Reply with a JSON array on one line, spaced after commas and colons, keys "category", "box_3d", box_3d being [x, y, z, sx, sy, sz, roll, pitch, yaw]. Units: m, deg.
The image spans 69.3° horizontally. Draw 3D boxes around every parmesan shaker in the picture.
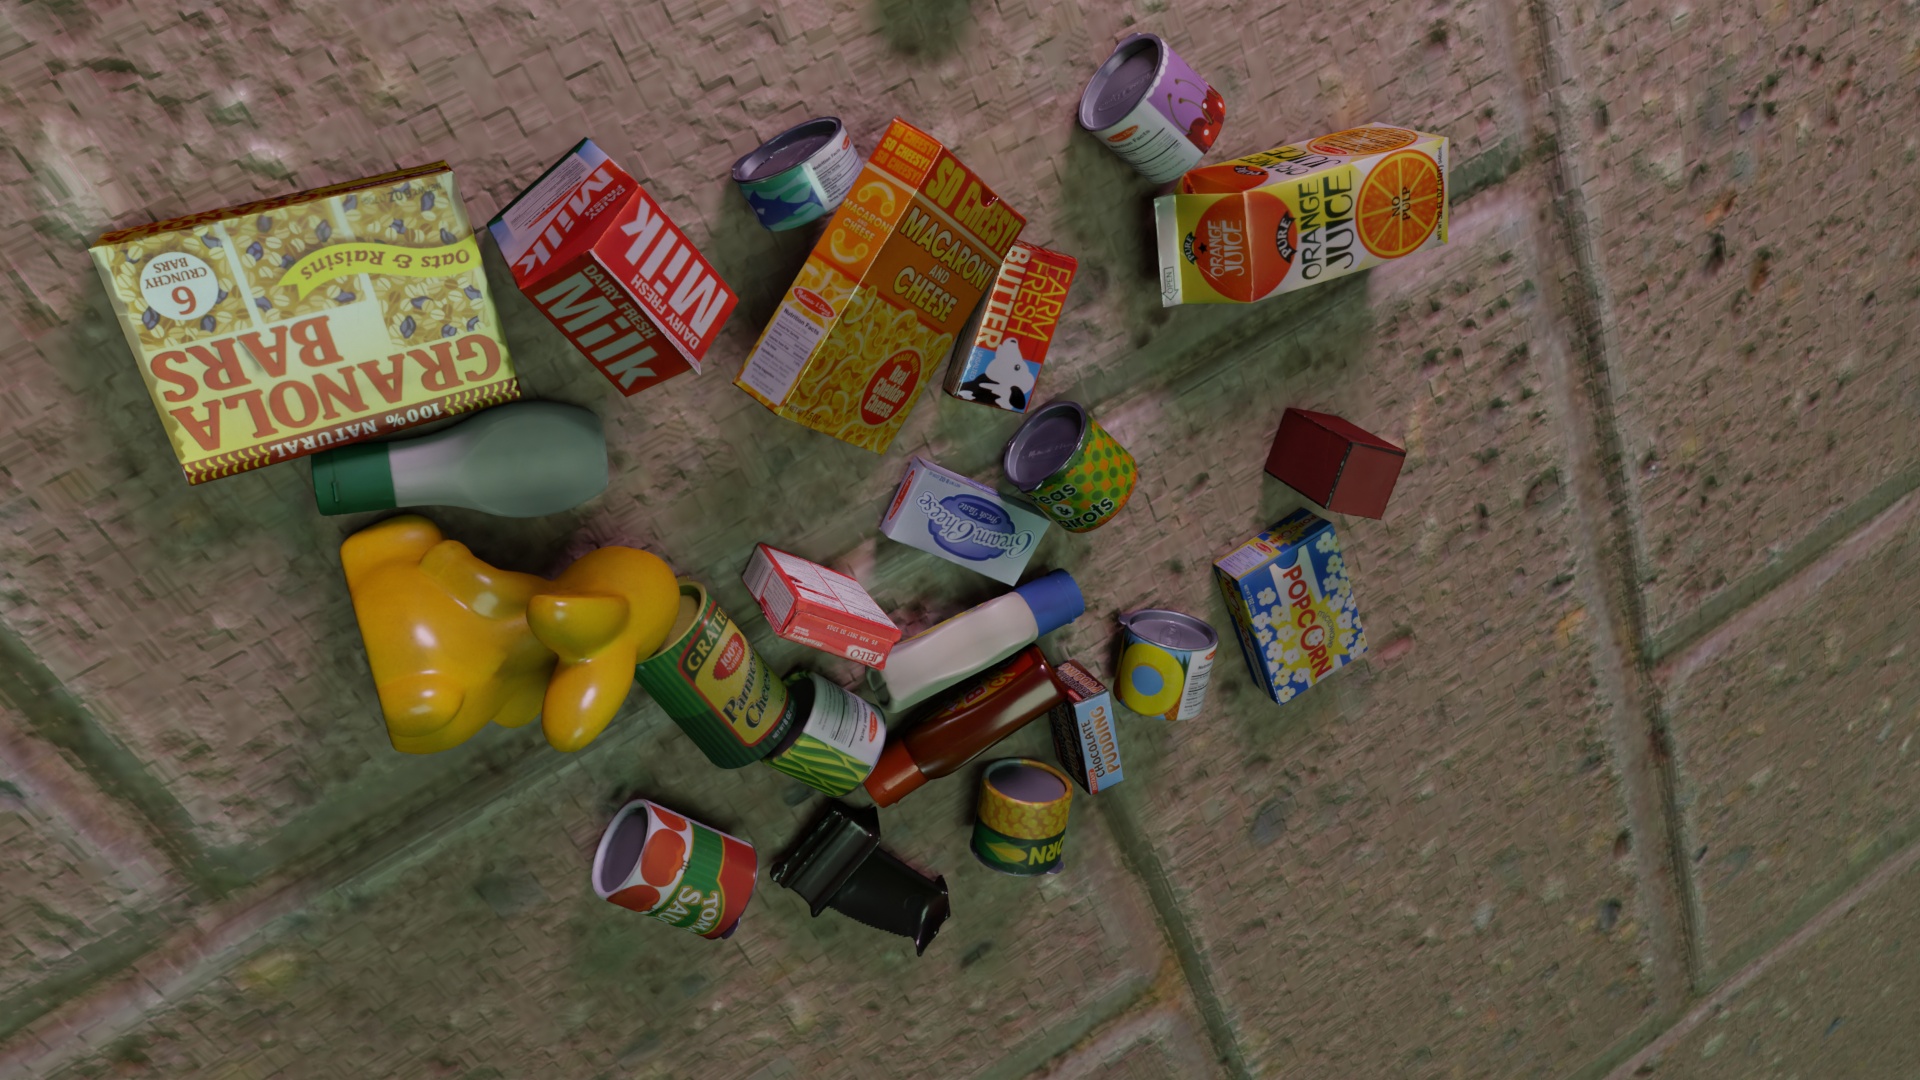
[{"category": "parmesan shaker", "box_3d": [-0.153, 0.081, 0.848, 0.071, 0.071, 0.102, -38, 123, -5]}]

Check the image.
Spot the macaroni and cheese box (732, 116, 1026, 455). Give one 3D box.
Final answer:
[{"category": "macaroni and cheese box", "box_3d": [-0.040, -0.136, 0.783, 0.166, 0.040, 0.124, -57, 156, 7]}]

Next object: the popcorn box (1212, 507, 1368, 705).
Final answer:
[{"category": "popcorn box", "box_3d": [0.247, 0.050, 1.034, 0.085, 0.038, 0.126, -30, 121, -9]}]

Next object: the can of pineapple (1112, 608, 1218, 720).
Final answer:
[{"category": "can of pineapple", "box_3d": [0.143, 0.087, 0.987, 0.071, 0.071, 0.057, -1, 112, -24]}]

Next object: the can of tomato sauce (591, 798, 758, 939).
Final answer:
[{"category": "can of tomato sauce", "box_3d": [-0.182, 0.212, 0.887, 0.083, 0.071, 0.071, 32, 96, -31]}]

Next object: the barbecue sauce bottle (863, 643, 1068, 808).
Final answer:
[{"category": "barbecue sauce bottle", "box_3d": [0.001, 0.127, 0.942, 0.148, 0.065, 0.043, -33, 97, 1]}]

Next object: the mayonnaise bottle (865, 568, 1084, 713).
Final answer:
[{"category": "mayonnaise bottle", "box_3d": [0.011, 0.065, 0.919, 0.148, 0.064, 0.041, -26, 84, -17]}]

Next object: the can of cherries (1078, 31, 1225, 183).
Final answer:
[{"category": "can of cherries", "box_3d": [0.114, -0.257, 0.822, 0.058, 0.071, 0.071, 29, 98, -32]}]

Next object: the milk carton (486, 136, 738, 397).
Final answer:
[{"category": "milk carton", "box_3d": [-0.168, -0.131, 0.671, 0.073, 0.191, 0.072, -42, 122, -2]}]

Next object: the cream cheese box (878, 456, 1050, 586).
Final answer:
[{"category": "cream cheese box", "box_3d": [0.003, -0.011, 0.902, 0.104, 0.024, 0.053, 21, 103, -30]}]

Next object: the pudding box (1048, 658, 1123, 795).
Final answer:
[{"category": "pudding box", "box_3d": [0.087, 0.132, 0.989, 0.030, 0.050, 0.083, -21, 120, -17]}]

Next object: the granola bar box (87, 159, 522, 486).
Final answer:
[{"category": "granola bar box", "box_3d": [-0.322, -0.111, 0.699, 0.166, 0.039, 0.123, -18, 118, -17]}]

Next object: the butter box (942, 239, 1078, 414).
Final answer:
[{"category": "butter box", "box_3d": [0.031, -0.133, 0.861, 0.053, 0.024, 0.103, 11, 107, -28]}]

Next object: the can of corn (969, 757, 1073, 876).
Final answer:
[{"category": "can of corn", "box_3d": [0.046, 0.196, 0.985, 0.071, 0.071, 0.058, -1, 112, -24]}]

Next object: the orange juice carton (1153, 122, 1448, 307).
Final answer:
[{"category": "orange juice carton", "box_3d": [0.209, -0.206, 0.883, 0.193, 0.073, 0.071, -18, 119, -16]}]

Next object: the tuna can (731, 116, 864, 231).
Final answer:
[{"category": "tuna can", "box_3d": [-0.089, -0.198, 0.755, 0.071, 0.071, 0.032, -34, 123, -8]}]

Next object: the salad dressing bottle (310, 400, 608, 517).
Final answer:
[{"category": "salad dressing bottle", "box_3d": [-0.269, -0.040, 0.753, 0.148, 0.044, 0.064, -8, 114, -20]}]

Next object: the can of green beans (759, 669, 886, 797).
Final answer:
[{"category": "can of green beans", "box_3d": [-0.091, 0.124, 0.893, 0.058, 0.071, 0.071, 33, 96, -32]}]

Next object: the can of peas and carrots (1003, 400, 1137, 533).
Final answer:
[{"category": "can of peas and carrots", "box_3d": [0.071, -0.045, 0.892, 0.071, 0.071, 0.058, -49, 123, 2]}]
